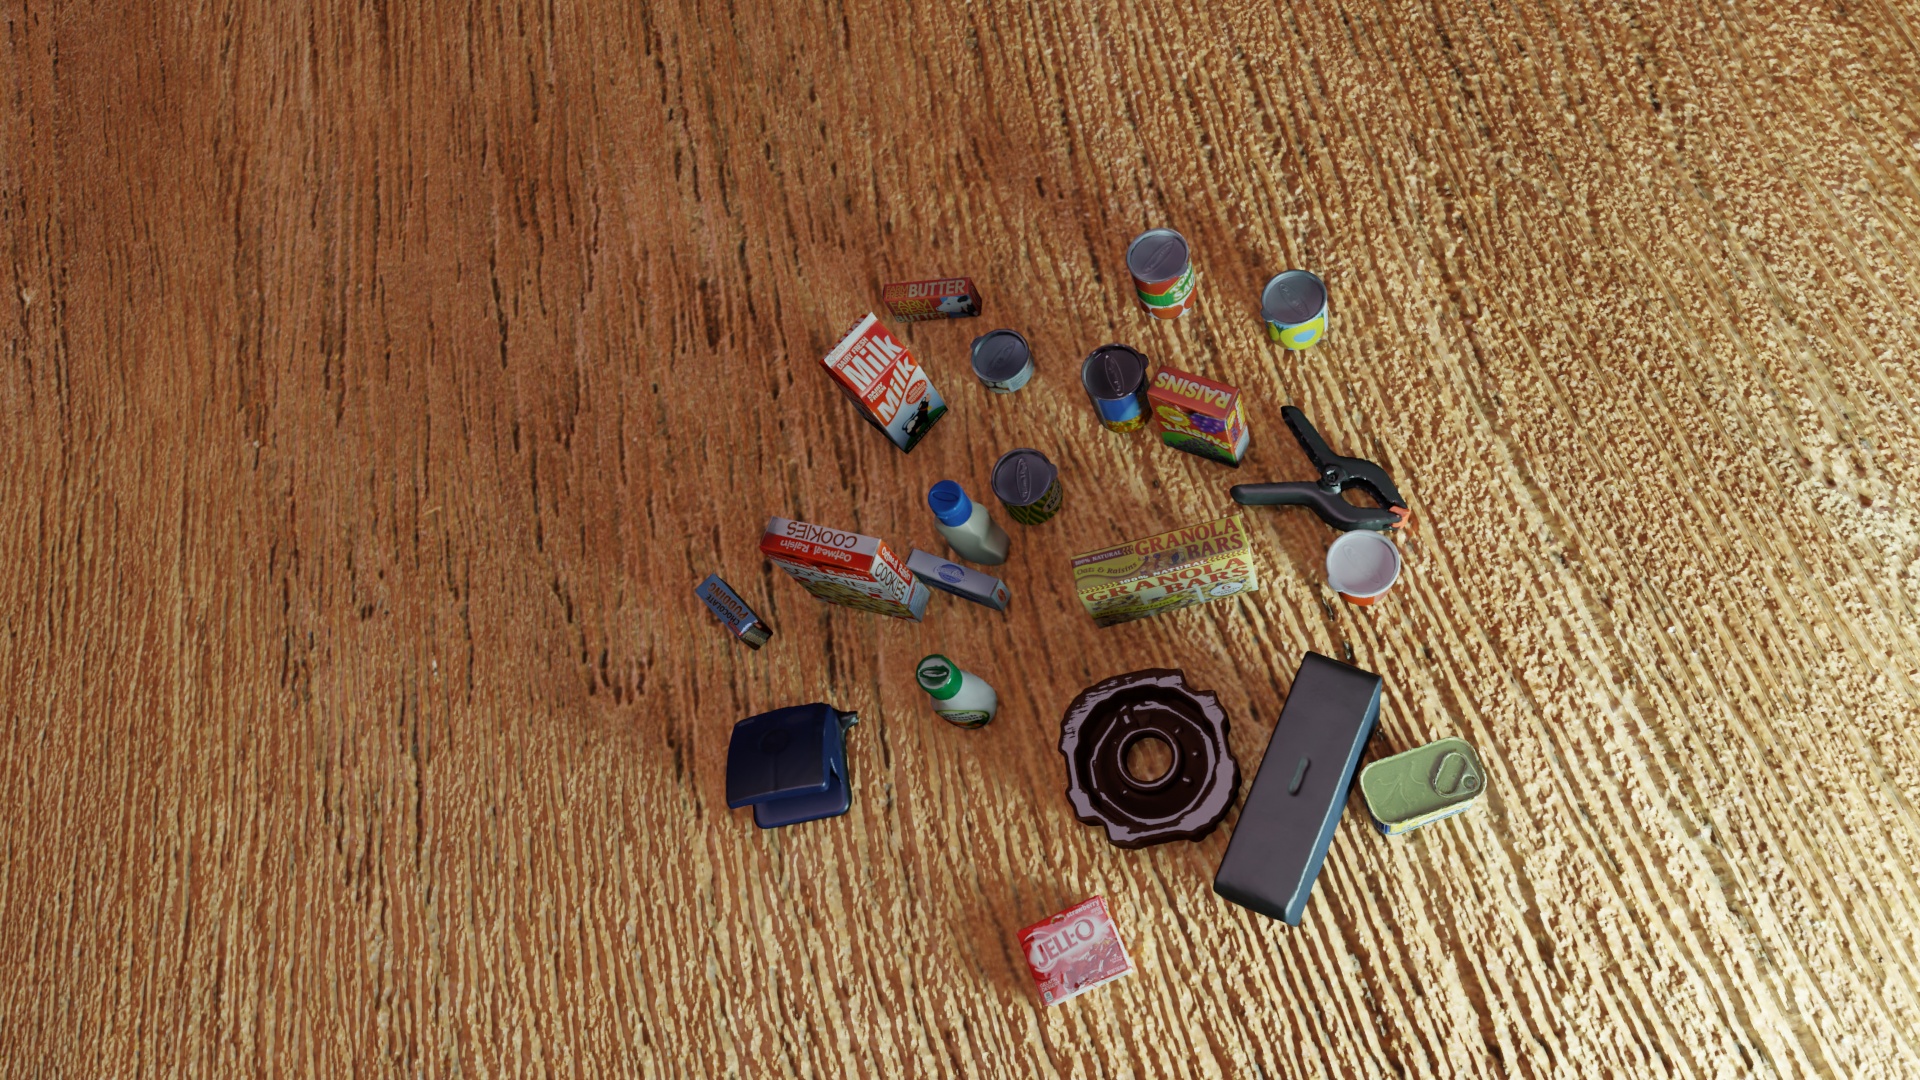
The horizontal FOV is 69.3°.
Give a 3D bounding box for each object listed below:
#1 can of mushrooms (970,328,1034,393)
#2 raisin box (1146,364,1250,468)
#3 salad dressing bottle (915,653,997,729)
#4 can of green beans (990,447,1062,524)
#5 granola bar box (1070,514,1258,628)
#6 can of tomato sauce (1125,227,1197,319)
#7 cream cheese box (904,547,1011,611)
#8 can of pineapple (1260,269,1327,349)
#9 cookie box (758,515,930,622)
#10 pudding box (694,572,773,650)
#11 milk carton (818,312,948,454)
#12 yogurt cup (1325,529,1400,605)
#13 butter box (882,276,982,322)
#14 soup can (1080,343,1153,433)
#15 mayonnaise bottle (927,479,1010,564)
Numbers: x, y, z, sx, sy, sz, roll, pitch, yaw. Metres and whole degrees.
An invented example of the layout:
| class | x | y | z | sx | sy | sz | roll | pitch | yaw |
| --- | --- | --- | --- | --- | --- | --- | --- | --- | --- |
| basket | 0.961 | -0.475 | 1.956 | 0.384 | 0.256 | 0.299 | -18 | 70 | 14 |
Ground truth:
| class | x | y | z | sx | sy | sz | roll | pitch | yaw |
| --- | --- | --- | --- | --- | --- | --- | --- | --- | --- |
| can of mushrooms | 0.045 | -0.199 | 1.538 | 0.071 | 0.033 | 0.071 | -6 | 68 | 14 |
| raisin box | 0.241 | -0.124 | 1.401 | 0.086 | 0.123 | 0.040 | 22 | 77 | 23 |
| salad dressing bottle | -0.006 | 0.147 | 1.352 | 0.064 | 0.147 | 0.044 | -2 | 69 | 16 |
| can of green beans | 0.071 | -0.056 | 1.460 | 0.071 | 0.057 | 0.071 | -6 | 68 | 14 |
| granola bar box | 0.200 | 0.032 | 1.351 | 0.165 | 0.124 | 0.039 | -15 | 66 | 10 |
| can of tomato sauce | 0.219 | -0.285 | 1.494 | 0.071 | 0.083 | 0.071 | -6 | 68 | 14 |
| cream cheese box | -0.003 | 0.041 | 1.445 | 0.104 | 0.053 | 0.024 | 20 | 76 | 22 |
| can of pineapple | 0.348 | -0.240 | 1.452 | 0.071 | 0.057 | 0.071 | -6 | 68 | 14 |
| cookie box | -0.115 | 0.032 | 1.419 | 0.123 | 0.167 | 0.040 | 11 | 73 | 20 |
| pudding box | -0.246 | 0.077 | 1.504 | 0.030 | 0.049 | 0.084 | -45 | 64 | -4 |
| milk carton | -0.087 | -0.173 | 1.479 | 0.073 | 0.190 | 0.072 | 40 | 85 | 26 |
| yogurt cup | 0.387 | 0.029 | 1.336 | 0.072 | 0.054 | 0.072 | -6 | 68 | 14 |
| butter box | -0.032 | -0.273 | 1.580 | 0.103 | 0.053 | 0.024 | -2 | 69 | 16 |
| soup can | 0.169 | -0.159 | 1.458 | 0.071 | 0.083 | 0.071 | -6 | 68 | 14 |
| mayonnaise bottle | 0.005 | -0.018 | 1.414 | 0.065 | 0.147 | 0.041 | 12 | 74 | 20 |
